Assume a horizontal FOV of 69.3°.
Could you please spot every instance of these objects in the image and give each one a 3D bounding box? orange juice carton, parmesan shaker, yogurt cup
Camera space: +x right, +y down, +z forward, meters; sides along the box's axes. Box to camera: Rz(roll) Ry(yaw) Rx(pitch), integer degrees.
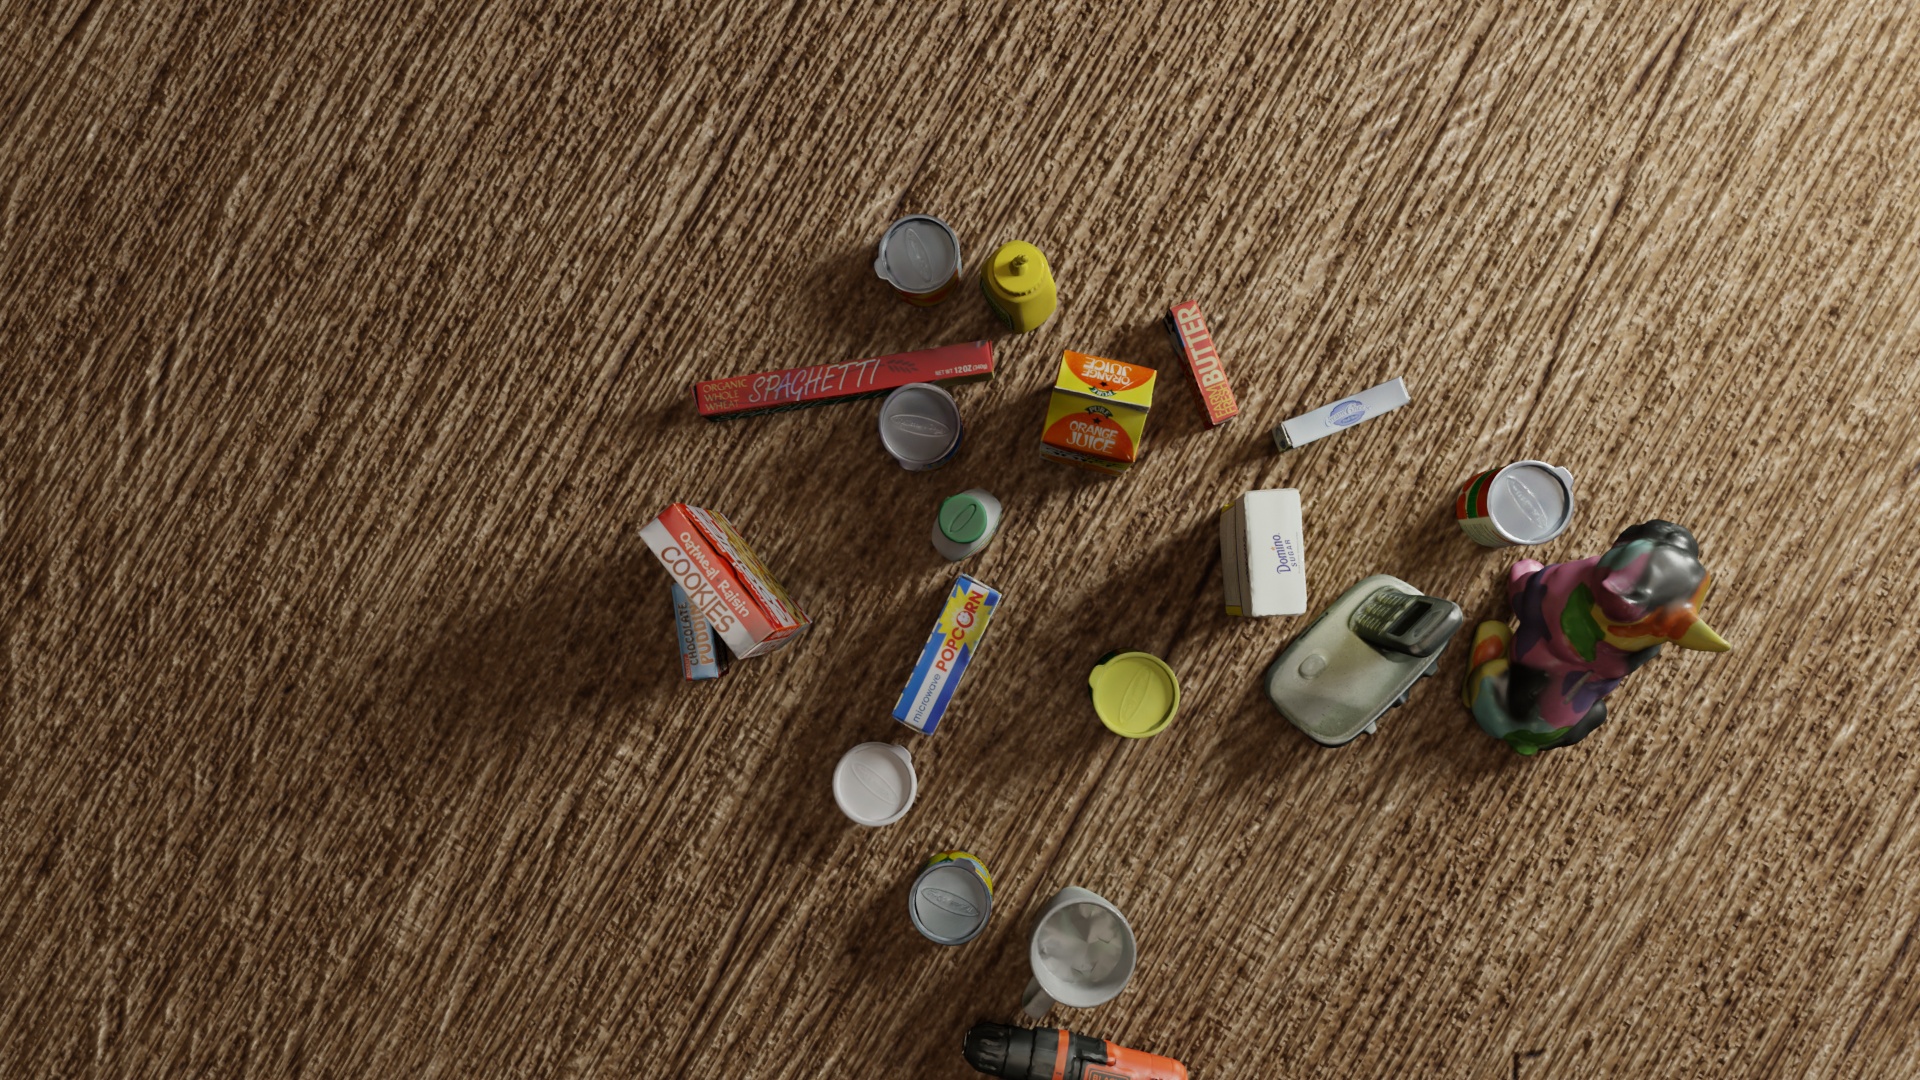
[{"bbox_3d":[0.104,-0.098,1.075,0.072,0.192,0.073,14,89,3],"label":"orange juice carton"},{"bbox_3d":[0.134,0.118,1.109,0.071,0.103,0.071,0,88,3],"label":"parmesan shaker"},{"bbox_3d":[-0.068,0.197,1.139,0.072,0.054,0.072,0,88,3],"label":"yogurt cup"}]

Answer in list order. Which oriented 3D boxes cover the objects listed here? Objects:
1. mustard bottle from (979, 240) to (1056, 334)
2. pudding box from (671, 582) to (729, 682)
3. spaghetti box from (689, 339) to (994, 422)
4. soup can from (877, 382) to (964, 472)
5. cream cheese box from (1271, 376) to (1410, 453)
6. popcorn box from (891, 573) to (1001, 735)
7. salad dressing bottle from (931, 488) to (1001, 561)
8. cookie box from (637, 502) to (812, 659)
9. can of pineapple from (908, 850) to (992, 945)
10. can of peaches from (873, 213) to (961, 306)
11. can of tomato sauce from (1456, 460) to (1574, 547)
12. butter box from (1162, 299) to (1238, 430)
[{"bbox_3d":[0.045,-0.206,1.099,0.049,0.160,0.065,-37,87,1],"label":"mustard bottle"},{"bbox_3d":[-0.216,0.074,1.153,0.030,0.049,0.083,-8,87,2],"label":"pudding box"},{"bbox_3d":[-0.096,-0.132,1.157,0.250,0.050,0.028,-8,88,2],"label":"spaghetti box"},{"bbox_3d":[-0.032,-0.088,1.135,0.071,0.084,0.071,0,88,3],"label":"soup can"},{"bbox_3d":[0.310,-0.102,1.136,0.104,0.053,0.024,-22,87,1],"label":"cream cheese box"},{"bbox_3d":[-0.010,0.091,1.126,0.038,0.085,0.126,26,89,3],"label":"popcorn box"},{"bbox_3d":[0.004,-0.014,1.098,0.044,0.147,0.064,42,90,3],"label":"salad dressing bottle"},{"bbox_3d":[-0.181,0.031,1.094,0.040,0.167,0.123,-40,87,1],"label":"cookie box"},{"bbox_3d":[-0.006,0.288,1.130,0.071,0.058,0.071,0,88,3],"label":"can of pineapple"},{"bbox_3d":[-0.035,-0.231,1.154,0.071,0.058,0.071,0,88,3],"label":"can of peaches"},{"bbox_3d":[0.443,-0.030,1.112,0.071,0.083,0.071,0,88,3],"label":"can of tomato sauce"},{"bbox_3d":[0.198,-0.144,1.143,0.024,0.053,0.103,-21,87,2],"label":"butter box"}]
